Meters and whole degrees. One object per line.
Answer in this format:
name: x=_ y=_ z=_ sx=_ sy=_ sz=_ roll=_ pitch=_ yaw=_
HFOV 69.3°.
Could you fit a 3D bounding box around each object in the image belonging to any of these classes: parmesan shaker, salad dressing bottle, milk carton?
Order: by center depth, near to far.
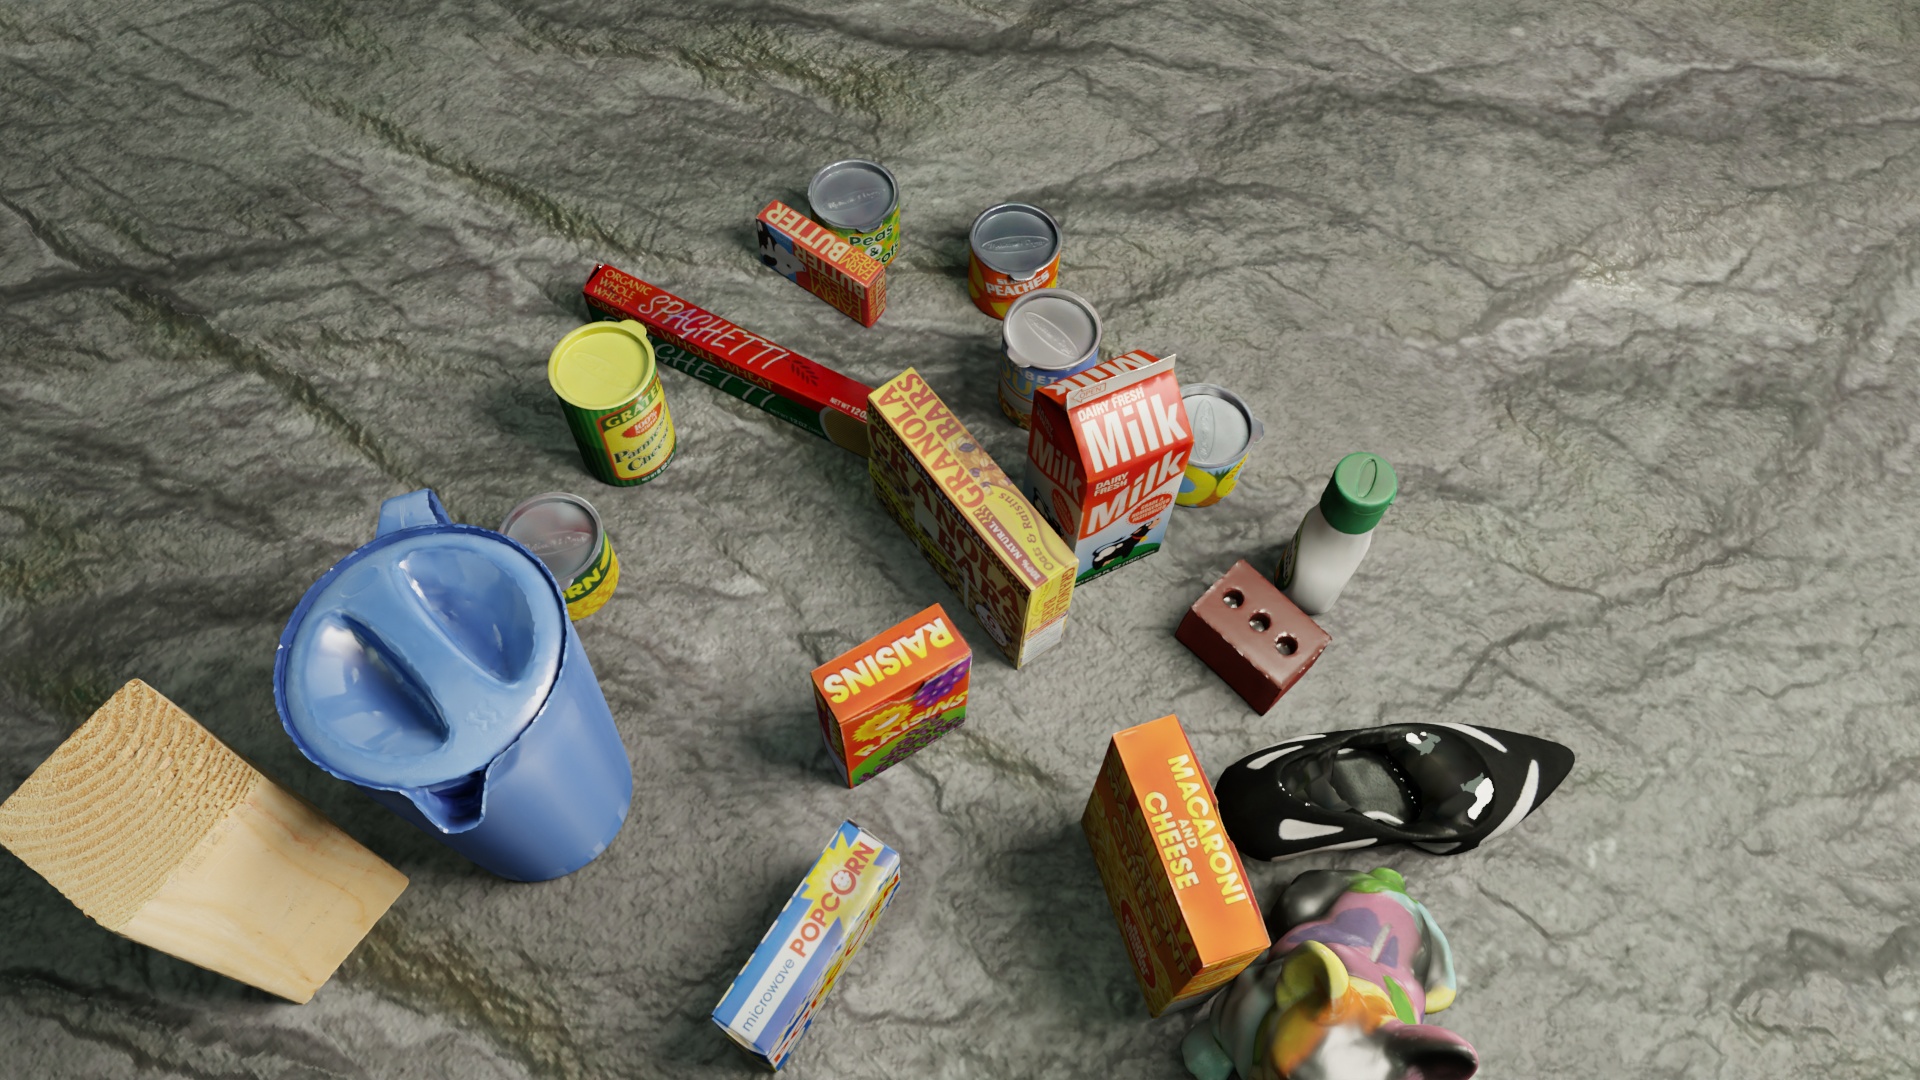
milk carton: x=0.089 y=-0.050 z=0.858 sx=0.072 sy=0.189 sz=0.073 roll=-22 pitch=66 yaw=-12
salad dressing bottle: x=0.232 y=-0.003 z=0.863 sx=0.044 sy=0.147 sz=0.064 roll=21 pitch=64 yaw=9
parmesan shaker: x=-0.225 y=-0.089 z=0.917 sx=0.071 sy=0.102 sz=0.071 roll=1 pitch=63 yaw=-1

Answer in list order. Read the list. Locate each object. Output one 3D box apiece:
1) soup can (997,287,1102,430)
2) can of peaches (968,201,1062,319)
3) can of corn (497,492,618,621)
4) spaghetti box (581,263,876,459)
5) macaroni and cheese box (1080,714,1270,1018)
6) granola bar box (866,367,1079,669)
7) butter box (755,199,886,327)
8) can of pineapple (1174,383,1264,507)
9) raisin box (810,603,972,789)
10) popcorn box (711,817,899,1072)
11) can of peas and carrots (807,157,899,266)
soup can: x=0.058 y=-0.121 z=0.954 sx=0.071 sy=0.083 sz=0.071 roll=1 pitch=63 yaw=-1
can of peaches: x=0.039 y=-0.200 z=1.008 sx=0.071 sy=0.057 sz=0.071 roll=1 pitch=63 yaw=-1
can of corn: x=-0.256 y=0.014 z=0.888 sx=0.071 sy=0.058 sz=0.071 roll=1 pitch=63 yaw=-1
spaghetti box: x=-0.151 y=-0.122 z=0.966 sx=0.250 sy=0.050 sz=0.029 roll=26 pitch=65 yaw=11
macaroni and cheese box: x=0.111 y=0.180 z=0.753 sx=0.040 sy=0.165 sz=0.124 roll=-15 pitch=64 yaw=-9
granola bar box: x=0.003 y=-0.011 z=0.872 sx=0.039 sy=0.123 sz=0.166 roll=-33 pitch=68 yaw=-17
butter box: x=-0.100 y=-0.200 z=1.007 sx=0.103 sy=0.053 sz=0.024 roll=33 pitch=67 yaw=14
can of pineapple: x=0.164 y=-0.063 z=0.942 sx=0.071 sy=0.057 sz=0.071 roll=1 pitch=63 yaw=-1
raisin box: x=-0.040 y=0.094 z=0.817 sx=0.086 sy=0.123 sz=0.040 roll=-27 pitch=67 yaw=-15
popcorn box: x=-0.082 y=0.225 z=0.769 sx=0.038 sy=0.085 sz=0.127 roll=30 pitch=66 yaw=13
can of peas and carrots: x=-0.076 y=-0.235 z=1.023 sx=0.071 sy=0.058 sz=0.071 roll=1 pitch=63 yaw=-1
